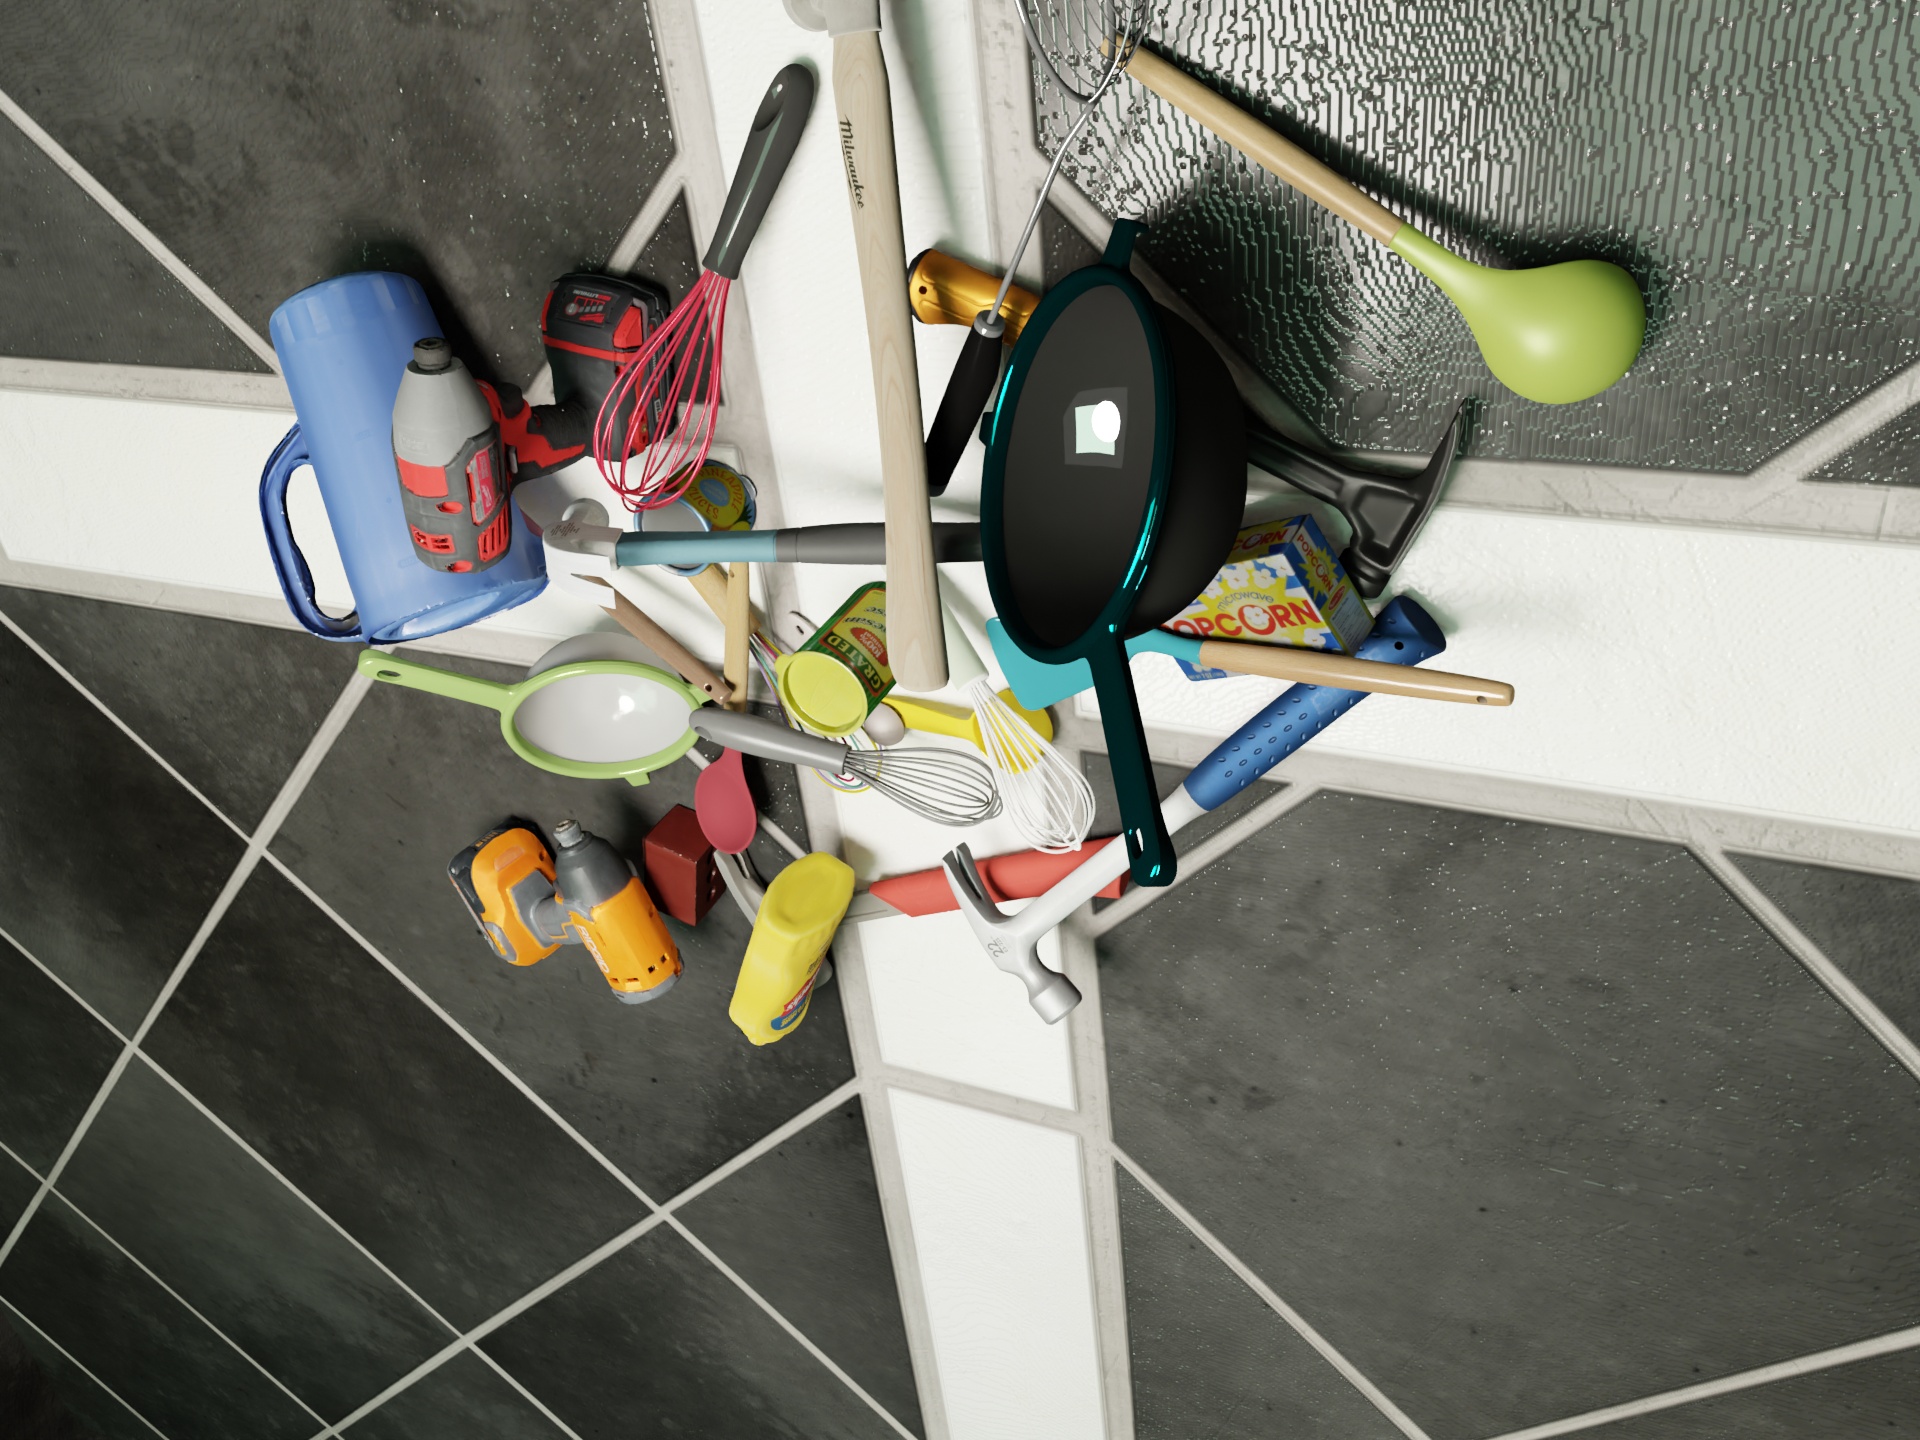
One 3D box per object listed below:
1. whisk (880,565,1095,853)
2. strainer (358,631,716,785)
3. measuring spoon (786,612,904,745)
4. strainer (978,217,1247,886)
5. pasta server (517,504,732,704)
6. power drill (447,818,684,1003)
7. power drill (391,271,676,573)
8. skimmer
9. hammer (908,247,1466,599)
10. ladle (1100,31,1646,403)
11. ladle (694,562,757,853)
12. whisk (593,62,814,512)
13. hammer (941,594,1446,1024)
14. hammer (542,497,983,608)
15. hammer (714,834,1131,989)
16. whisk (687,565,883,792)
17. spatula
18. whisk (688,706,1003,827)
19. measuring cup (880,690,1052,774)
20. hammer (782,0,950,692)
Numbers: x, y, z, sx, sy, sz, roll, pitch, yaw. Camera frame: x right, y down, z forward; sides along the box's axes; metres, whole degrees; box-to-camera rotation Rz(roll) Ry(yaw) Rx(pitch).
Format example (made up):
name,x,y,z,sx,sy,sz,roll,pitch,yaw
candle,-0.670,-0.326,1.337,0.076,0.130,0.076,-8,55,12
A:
name,x,y,z,sx,sy,sz,roll,pitch,yaw
whisk,0.013,-0.018,1.059,0.246,0.058,0.059,59,170,8
strainer,-0.318,-0.033,1.193,0.256,0.069,0.151,15,140,-30
measuring spoon,-0.088,-0.028,1.156,0.124,0.018,0.034,49,143,-3
strainer,0.102,-0.075,0.836,0.095,0.341,0.211,3,154,-24
pasta server,-0.289,-0.110,1.167,0.316,0.040,0.060,39,113,14
power drill,-0.340,0.146,1.344,0.226,0.084,0.164,5,125,46
power drill,-0.273,-0.200,1.008,0.078,0.220,0.143,16,128,18
skimmer,0.011,-0.278,0.855,0.090,0.127,0.363,28,133,3
hammer,0.119,-0.196,0.922,0.337,0.034,0.127,28,132,9
ladle,0.209,-0.270,0.825,0.320,0.062,0.078,37,133,10
ladle,-0.168,-0.009,1.176,0.069,0.031,0.315,39,144,22
whisk,-0.156,-0.259,0.976,0.073,0.073,0.295,31,113,6
hammer,0.144,0.051,1.047,0.144,0.035,0.405,50,124,4
hammer,-0.103,-0.113,1.016,0.331,0.128,0.033,-1,116,2
hammer,-0.028,0.125,1.225,0.359,0.037,0.149,-15,114,36
whisk,-0.144,-0.043,1.167,0.047,0.051,0.245,-30,102,45
spatula,0.163,-0.028,0.936,0.318,0.044,0.082,10,140,36
whisk,-0.083,0.027,1.127,0.239,0.055,0.055,15,128,10
measuring cup,-0.002,-0.004,1.135,0.157,0.029,0.062,13,130,35
hammer,-0.035,-0.211,0.889,0.146,0.038,0.410,-148,48,-60
